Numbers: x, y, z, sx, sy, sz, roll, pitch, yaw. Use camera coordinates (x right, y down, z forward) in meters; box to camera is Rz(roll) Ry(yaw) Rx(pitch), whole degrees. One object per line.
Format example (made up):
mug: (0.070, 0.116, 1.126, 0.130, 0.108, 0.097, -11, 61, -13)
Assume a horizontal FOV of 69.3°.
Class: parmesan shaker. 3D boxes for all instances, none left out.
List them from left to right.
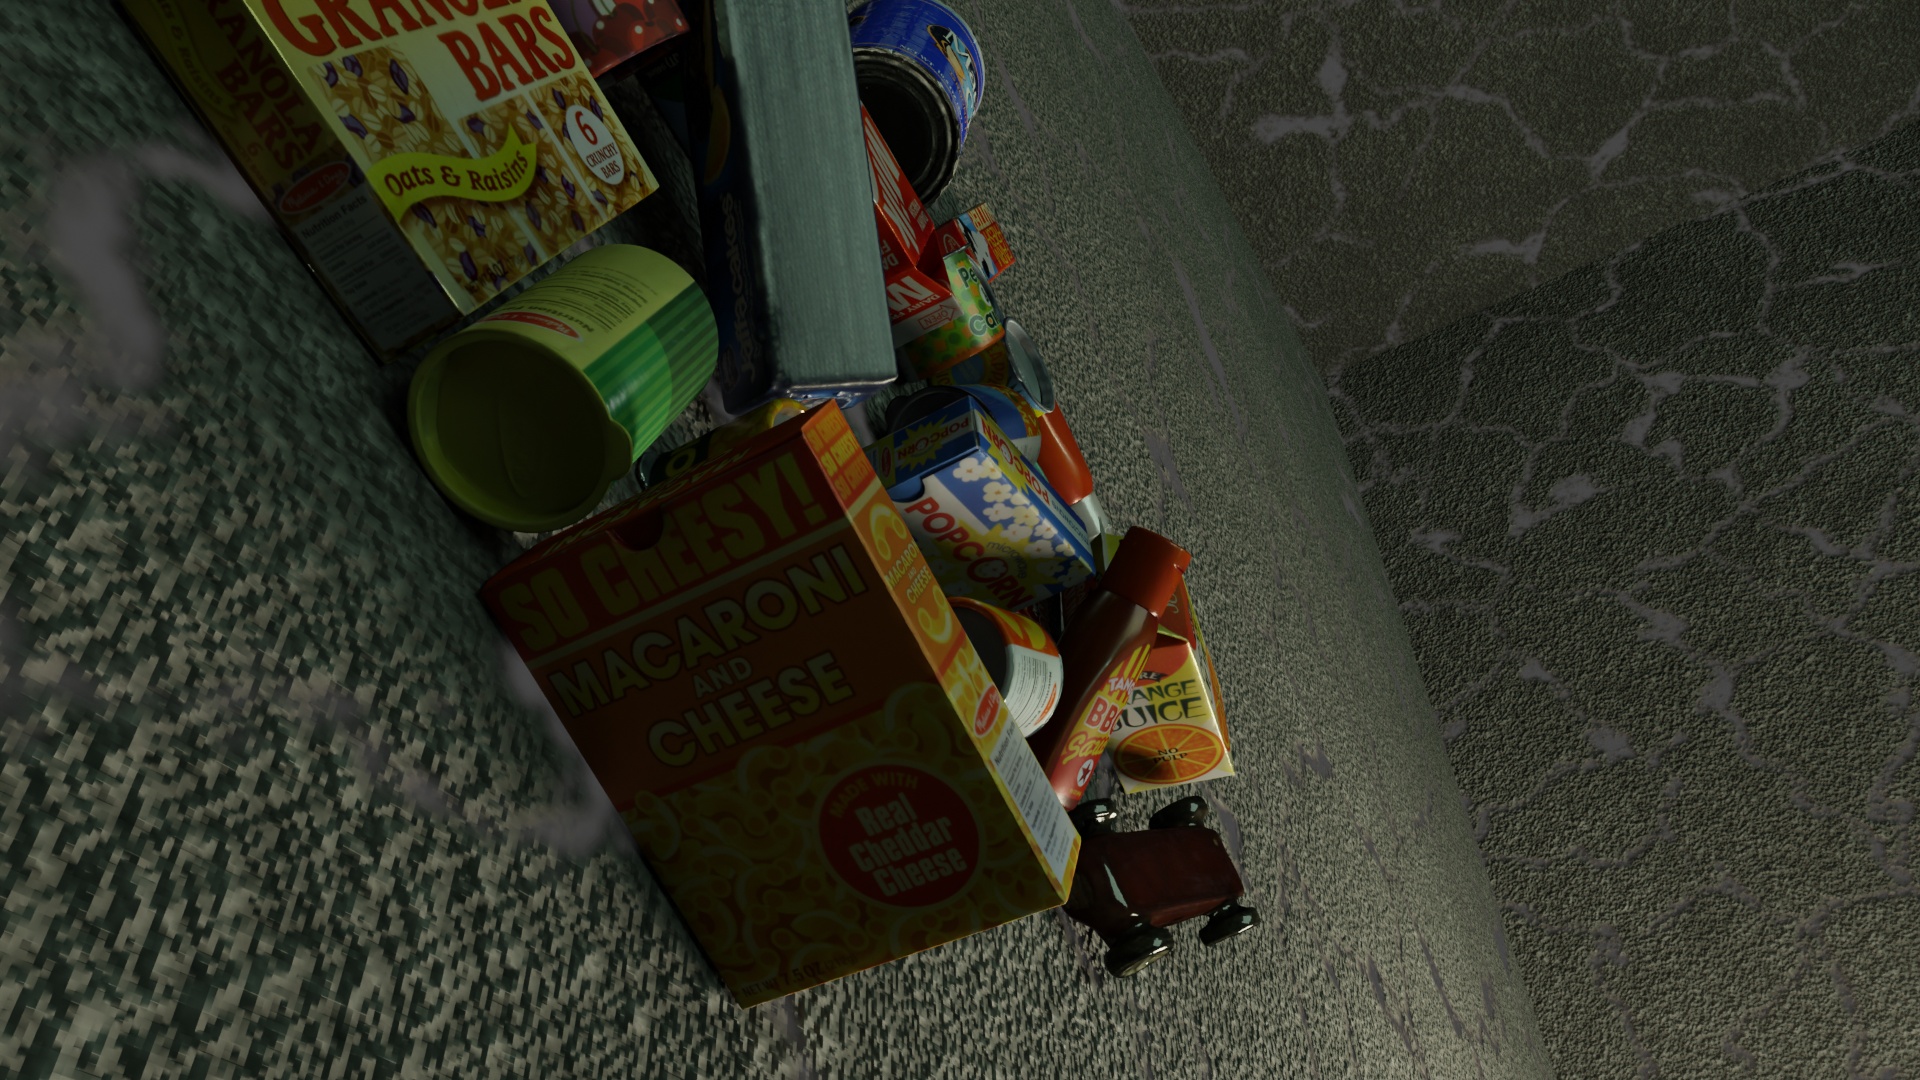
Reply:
parmesan shaker: (-0.124, -0.053, 0.462, 0.071, 0.071, 0.103, 60, 21, -18)

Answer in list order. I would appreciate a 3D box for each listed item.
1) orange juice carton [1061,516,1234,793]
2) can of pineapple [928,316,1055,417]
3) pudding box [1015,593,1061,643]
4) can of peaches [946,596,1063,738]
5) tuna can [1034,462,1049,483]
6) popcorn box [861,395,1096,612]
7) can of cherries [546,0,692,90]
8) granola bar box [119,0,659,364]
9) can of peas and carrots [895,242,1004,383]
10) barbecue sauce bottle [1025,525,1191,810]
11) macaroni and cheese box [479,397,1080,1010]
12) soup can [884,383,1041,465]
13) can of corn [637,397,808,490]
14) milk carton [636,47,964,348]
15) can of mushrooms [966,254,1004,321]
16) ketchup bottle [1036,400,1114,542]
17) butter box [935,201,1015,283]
orange juice carton: (0.110, 0.071, 0.842, 0.191, 0.073, 0.072, 63, 19, -45)
can of pineapple: (0.019, -0.100, 0.878, 0.071, 0.058, 0.071, 51, 25, -35)
pudding box: (0.036, 0.033, 0.817, 0.049, 0.030, 0.084, 55, 23, -32)
can of peaches: (0.006, 0.062, 0.667, 0.058, 0.071, 0.071, 23, 48, -61)
tuna can: (0.035, -0.024, 0.871, 0.071, 0.033, 0.071, 51, 25, -36)
popcorn box: (0.003, -0.009, 0.702, 0.126, 0.085, 0.038, 44, 29, -44)
can of cherries: (-0.152, -0.222, 0.574, 0.058, 0.071, 0.072, 61, 21, -15)
granola bar box: (-0.179, -0.147, 0.472, 0.124, 0.039, 0.166, 59, 22, -19)
can of peas and carrots: (-0.013, -0.134, 0.819, 0.058, 0.071, 0.071, 63, 21, -11)
barbecue sauce bottle: (0.071, 0.065, 0.724, 0.148, 0.044, 0.065, -62, 151, -4)
macaroni and cheese box: (-0.054, 0.056, 0.439, 0.166, 0.123, 0.040, 61, 20, -12)
soup can: (0.002, -0.057, 0.782, 0.071, 0.071, 0.084, 67, 20, 1)
can of corn: (-0.081, -0.017, 0.545, 0.071, 0.058, 0.071, 51, 25, -35)
milk carton: (-0.075, -0.182, 0.718, 0.190, 0.072, 0.074, 58, 22, -22)
can of mushrooms: (0.001, -0.155, 0.929, 0.071, 0.033, 0.071, 51, 25, -35)
ketchup bottle: (0.059, -0.060, 0.954, 0.148, 0.043, 0.065, 63, 11, -10)
butter box: (0.010, -0.218, 1.031, 0.053, 0.024, 0.104, 61, 21, -11)
